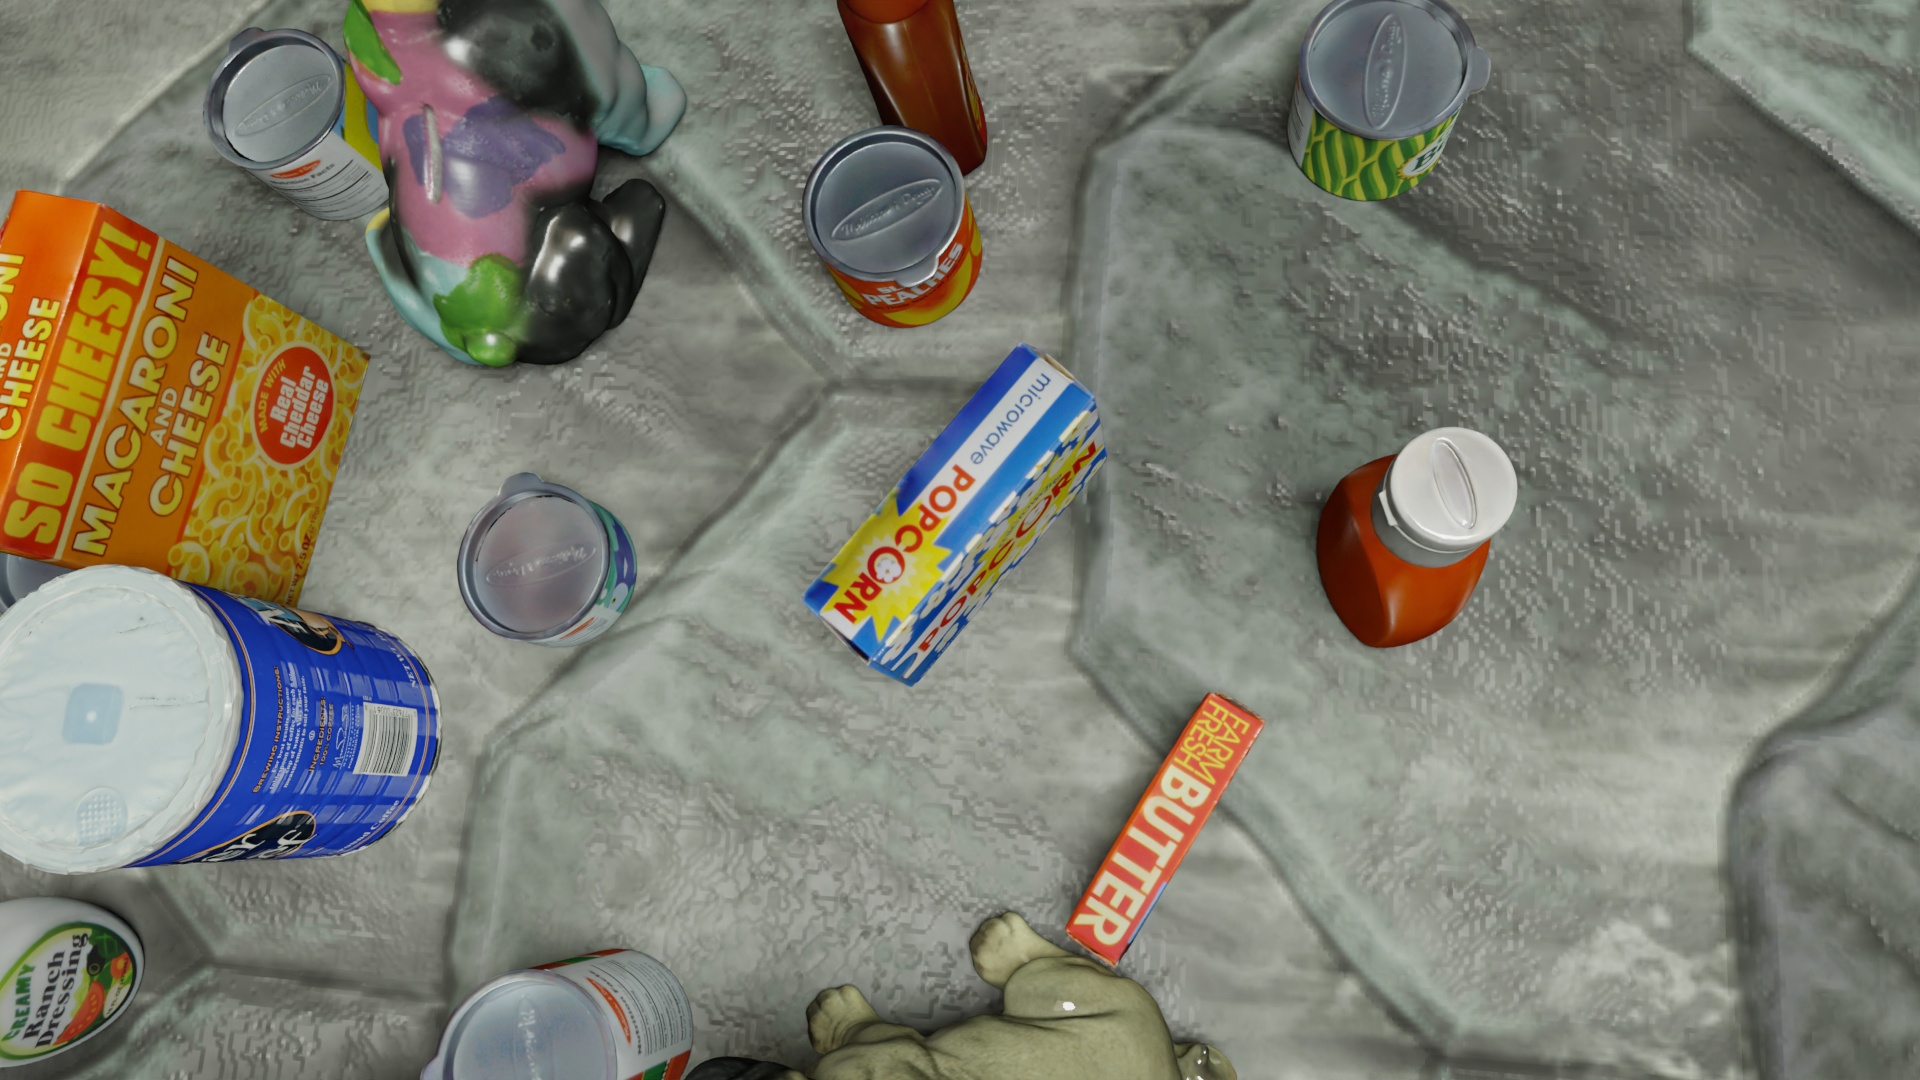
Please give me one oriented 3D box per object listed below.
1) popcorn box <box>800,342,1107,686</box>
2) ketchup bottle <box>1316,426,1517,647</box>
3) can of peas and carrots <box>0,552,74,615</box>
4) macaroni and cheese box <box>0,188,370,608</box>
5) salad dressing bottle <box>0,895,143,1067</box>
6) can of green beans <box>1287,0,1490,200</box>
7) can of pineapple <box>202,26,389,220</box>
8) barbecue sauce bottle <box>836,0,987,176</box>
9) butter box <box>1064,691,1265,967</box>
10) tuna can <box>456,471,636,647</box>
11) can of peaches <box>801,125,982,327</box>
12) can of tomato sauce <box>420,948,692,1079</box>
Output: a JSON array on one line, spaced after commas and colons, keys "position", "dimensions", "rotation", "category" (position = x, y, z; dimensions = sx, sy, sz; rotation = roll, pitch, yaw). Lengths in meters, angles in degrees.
[{"position": [0.002, -0.007, 0.532], "dimensions": [0.038, 0.085, 0.127], "rotation": [40, 86, 13], "category": "popcorn box"}, {"position": [0.154, -0.002, 0.477], "dimensions": [0.043, 0.148, 0.065], "rotation": [-16, 77, 5], "category": "ketchup bottle"}, {"position": [-0.364, 0.008, 0.594], "dimensions": [0.071, 0.058, 0.071], "rotation": [-2, 79, 8], "category": "can of peas and carrots"}, {"position": [-0.309, -0.044, 0.542], "dimensions": [0.040, 0.166, 0.124], "rotation": [10, 80, 10], "category": "macaroni and cheese box"}, {"position": [-0.375, 0.168, 0.517], "dimensions": [0.044, 0.147, 0.064], "rotation": [13, 81, 10], "category": "salad dressing bottle"}, {"position": [0.167, -0.178, 0.558], "dimensions": [0.071, 0.057, 0.071], "rotation": [-2, 79, 8], "category": "can of green beans"}, {"position": [-0.292, -0.187, 0.625], "dimensions": [0.071, 0.058, 0.071], "rotation": [-2, 79, 8], "category": "can of pineapple"}, {"position": [-0.021, -0.198, 0.542], "dimensions": [0.043, 0.148, 0.065], "rotation": [-21, 77, 4], "category": "barbecue sauce bottle"}, {"position": [0.076, 0.106, 0.515], "dimensions": [0.024, 0.053, 0.103], "rotation": [31, 84, 13], "category": "butter box"}, {"position": [-0.172, 0.009, 0.580], "dimensions": [0.071, 0.033, 0.071], "rotation": [-2, 78, 8], "category": "tuna can"}, {"position": [-0.026, -0.126, 0.575], "dimensions": [0.071, 0.058, 0.071], "rotation": [-2, 79, 8], "category": "can of peaches"}, {"position": [-0.145, 0.189, 0.513], "dimensions": [0.071, 0.083, 0.071], "rotation": [-2, 79, 8], "category": "can of tomato sauce"}]
